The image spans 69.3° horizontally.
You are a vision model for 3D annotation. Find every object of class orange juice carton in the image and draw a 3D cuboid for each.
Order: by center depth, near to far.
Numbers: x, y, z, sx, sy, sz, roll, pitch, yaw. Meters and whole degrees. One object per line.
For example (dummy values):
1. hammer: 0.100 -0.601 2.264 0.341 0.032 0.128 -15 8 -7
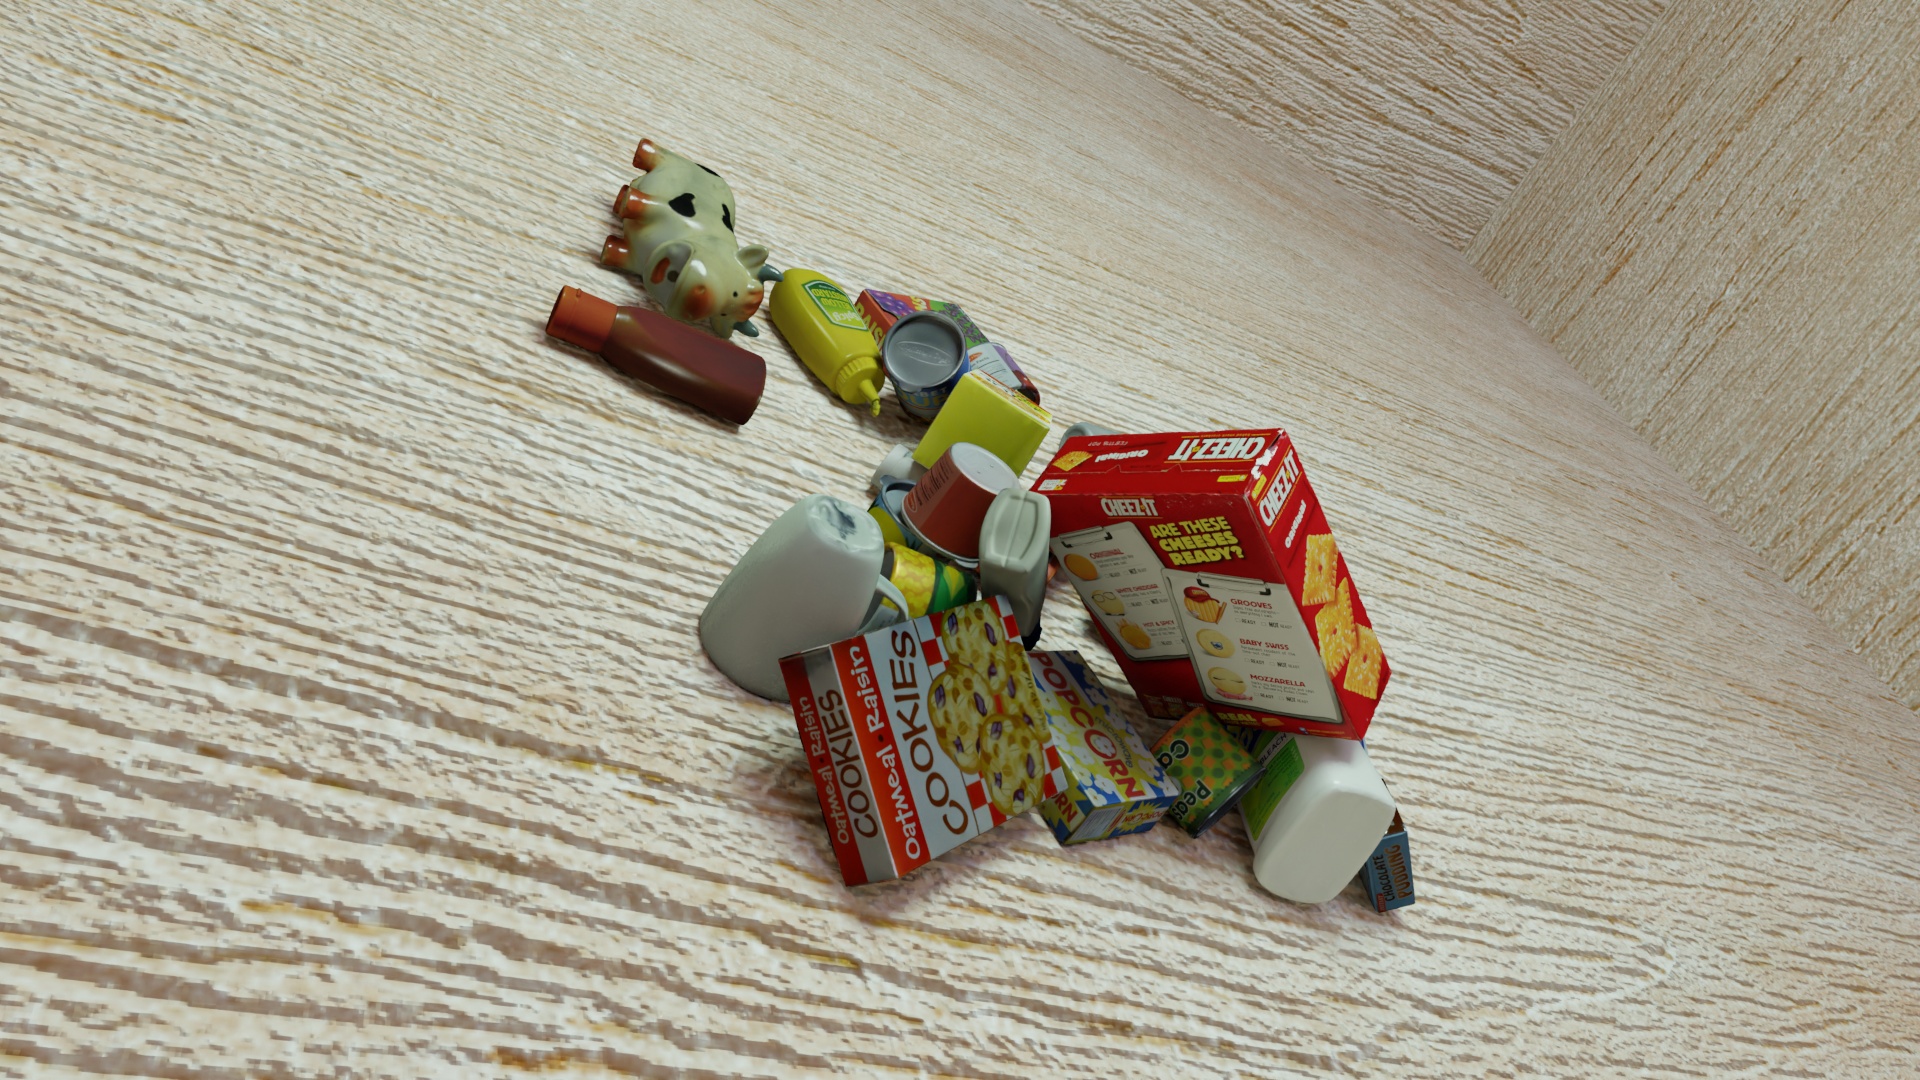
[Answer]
1. orange juice carton: 0.020 -0.081 1.047 0.073 0.071 0.193 33 9 -1

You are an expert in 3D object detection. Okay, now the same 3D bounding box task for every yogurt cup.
1. yogurt cup: 0.003 -0.027 0.899 0.072 0.053 0.073 27 28 -15

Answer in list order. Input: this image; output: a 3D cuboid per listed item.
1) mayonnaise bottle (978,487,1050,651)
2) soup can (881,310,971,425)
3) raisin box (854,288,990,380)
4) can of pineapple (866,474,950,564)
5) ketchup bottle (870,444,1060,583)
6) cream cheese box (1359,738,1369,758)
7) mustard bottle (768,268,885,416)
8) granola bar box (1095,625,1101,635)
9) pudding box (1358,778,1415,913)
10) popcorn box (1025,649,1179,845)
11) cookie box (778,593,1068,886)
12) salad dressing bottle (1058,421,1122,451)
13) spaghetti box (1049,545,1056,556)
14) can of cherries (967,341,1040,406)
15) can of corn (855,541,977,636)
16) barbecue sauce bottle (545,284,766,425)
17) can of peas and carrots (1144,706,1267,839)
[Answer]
1. mayonnaise bottle: 0.034 0.029 0.891 0.041 0.147 0.065 13 61 8
2. soup can: -0.025 -0.134 1.112 0.071 0.071 0.083 45 -8 17
3. raisin box: -0.030 -0.177 1.233 0.123 0.040 0.086 -1 46 -47
4. can of pineapple: -0.039 0.000 0.934 0.071 0.057 0.071 27 29 -16
5. ketchup bottle: 0.004 -0.013 1.015 0.149 0.043 0.065 36 24 2
6. cream cheese box: 0.292 0.156 1.091 0.053 0.024 0.104 30 29 -9
7. mustard bottle: -0.098 -0.155 1.116 0.065 0.048 0.161 2 42 -44
8. granola bar box: 0.183 0.015 1.064 0.124 0.039 0.166 4 34 21
9. pudding box: 0.286 0.209 0.950 0.050 0.030 0.083 -98 171 -53
10. popcorn box: 0.069 0.127 0.879 0.085 0.038 0.127 4 41 -45
11. cookie box: -0.016 0.104 0.766 0.168 0.040 0.123 -12 84 -54
12. salad dressing bottle: 0.157 -0.069 1.268 0.148 0.043 0.064 13 32 -37
13. spaghetti box: 0.104 -0.022 1.103 0.050 0.028 0.250 41 17 12
14. can of cherries: 0.028 -0.126 1.191 0.071 0.071 0.058 3 42 -46
15. can of corn: -0.031 0.039 0.874 0.058 0.071 0.071 24 30 -20
16. barbecue sauce bottle: -0.210 -0.132 0.965 0.148 0.043 0.065 22 31 -23
17. can of peas and carrots: 0.154 0.152 0.905 0.059 0.070 0.071 46 30 20
